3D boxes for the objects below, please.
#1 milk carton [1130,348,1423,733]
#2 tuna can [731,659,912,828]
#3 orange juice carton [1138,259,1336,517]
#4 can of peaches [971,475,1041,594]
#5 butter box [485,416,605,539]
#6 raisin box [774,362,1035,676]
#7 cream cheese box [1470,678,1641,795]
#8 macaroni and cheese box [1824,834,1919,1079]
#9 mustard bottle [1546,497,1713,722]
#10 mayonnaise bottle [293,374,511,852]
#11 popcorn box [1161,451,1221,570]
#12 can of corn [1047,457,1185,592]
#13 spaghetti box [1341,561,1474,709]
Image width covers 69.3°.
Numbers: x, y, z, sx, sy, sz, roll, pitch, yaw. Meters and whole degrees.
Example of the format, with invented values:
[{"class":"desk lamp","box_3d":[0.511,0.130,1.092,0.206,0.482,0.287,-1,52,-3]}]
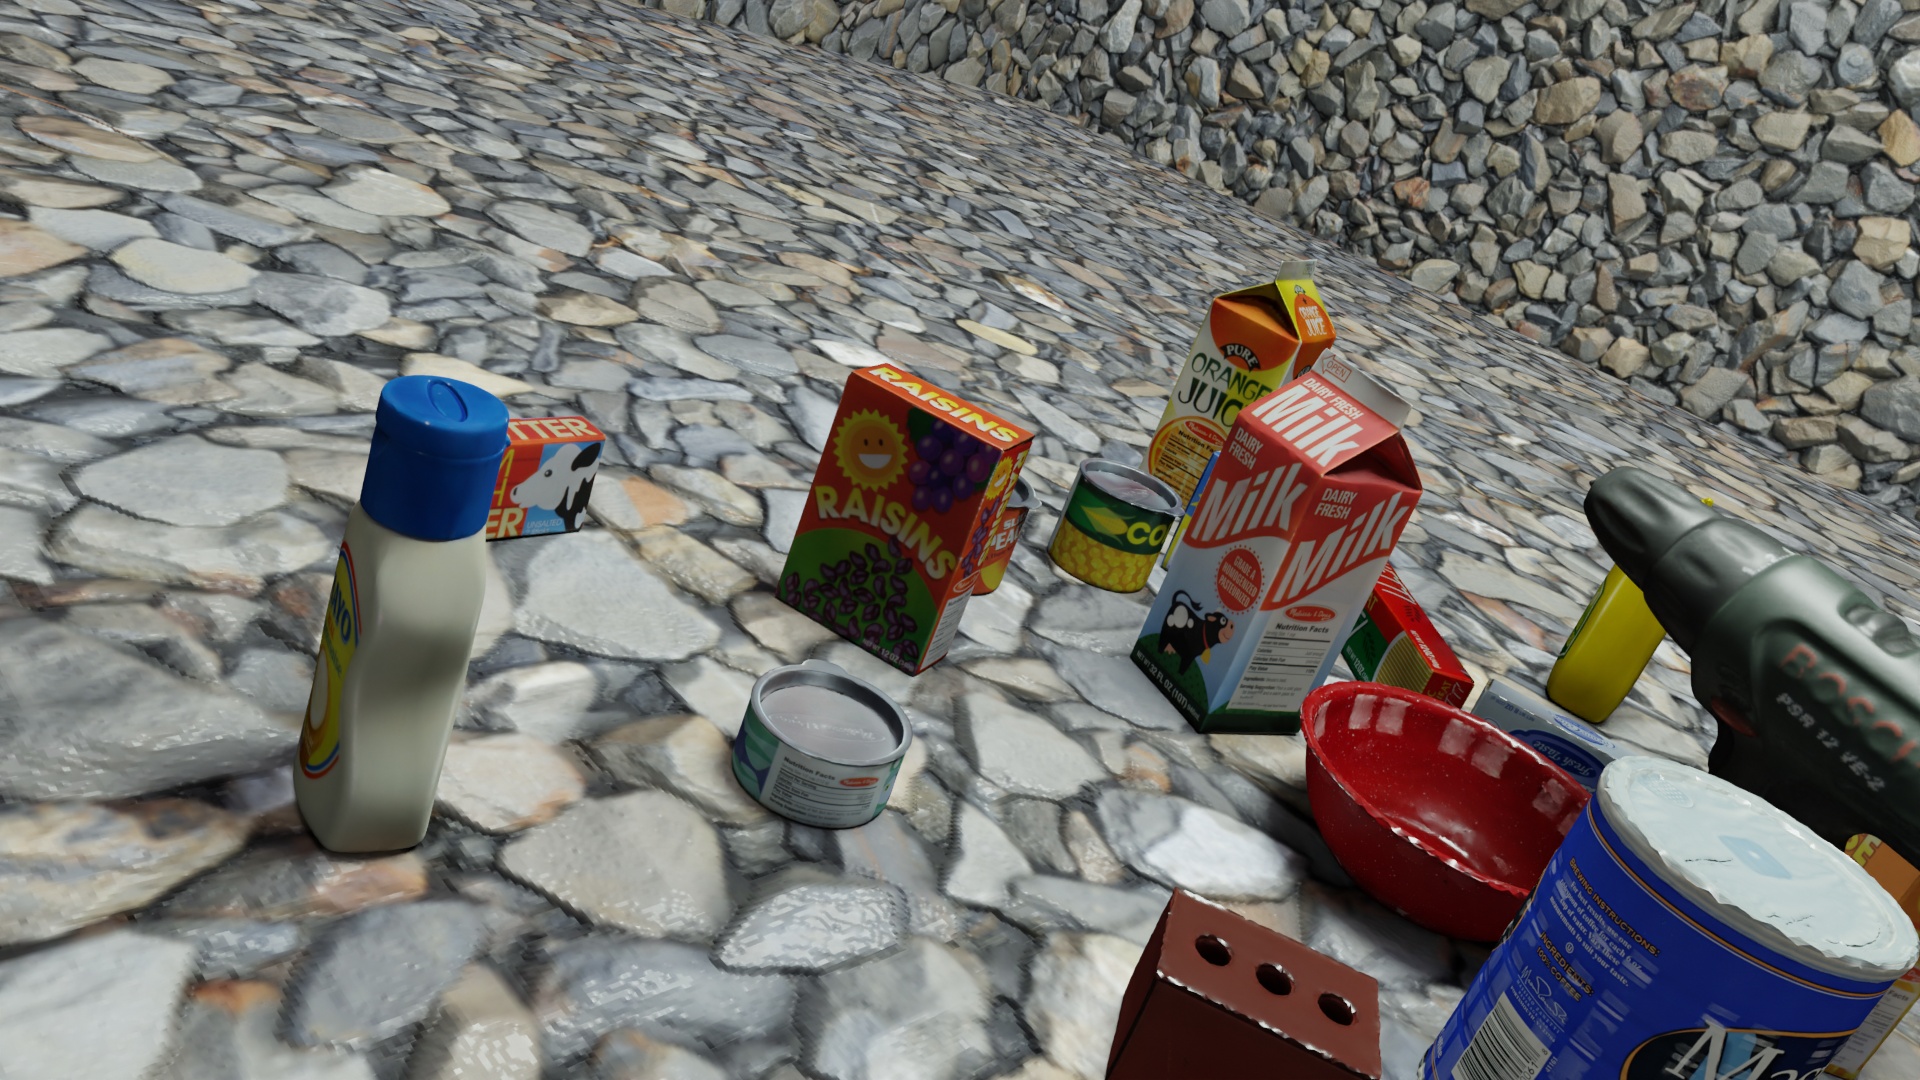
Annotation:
[{"class":"milk carton","box_3d":[0.167,0.001,0.711,0.073,0.189,0.072,6,27,-31]},{"class":"tuna can","box_3d":[-0.056,0.080,0.552,0.071,0.032,0.071,18,23,-8]},{"class":"orange juice carton","box_3d":[0.200,-0.108,0.979,0.073,0.191,0.072,32,25,25]},{"class":"can of peaches","box_3d":[0.003,-0.010,0.766,0.071,0.057,0.071,18,23,-8]},{"class":"butter box","box_3d":[-0.214,-0.027,0.628,0.024,0.053,0.104,36,27,32]},{"class":"raisin box","box_3d":[-0.028,-0.011,0.659,0.086,0.123,0.040,29,24,17]},{"class":"cream cheese box","box_3d":[0.320,0.123,0.747,0.104,0.053,0.024,29,24,18]},{"class":"macaroni and cheese box","box_3d":[0.414,0.141,0.642,0.040,0.165,0.124,20,23,-2]},{"class":"mustard bottle","box_3d":[0.436,0.040,0.894,0.049,0.159,0.065,30,24,21]},{"class":"mayonnaise bottle","box_3d":[-0.174,0.022,0.431,0.041,0.147,0.065,4,28,-36]},{"class":"popcorn box","box_3d":[0.192,-0.017,0.909,0.038,0.085,0.127,35,27,31]},{"class":"can of corn","box_3d":[0.095,-0.008,0.841,0.071,0.058,0.071,18,23,-8]},{"class":"spaghetti box","box_3d":[0.256,0.043,0.876,0.029,0.050,0.251,17,23,-10]}]
